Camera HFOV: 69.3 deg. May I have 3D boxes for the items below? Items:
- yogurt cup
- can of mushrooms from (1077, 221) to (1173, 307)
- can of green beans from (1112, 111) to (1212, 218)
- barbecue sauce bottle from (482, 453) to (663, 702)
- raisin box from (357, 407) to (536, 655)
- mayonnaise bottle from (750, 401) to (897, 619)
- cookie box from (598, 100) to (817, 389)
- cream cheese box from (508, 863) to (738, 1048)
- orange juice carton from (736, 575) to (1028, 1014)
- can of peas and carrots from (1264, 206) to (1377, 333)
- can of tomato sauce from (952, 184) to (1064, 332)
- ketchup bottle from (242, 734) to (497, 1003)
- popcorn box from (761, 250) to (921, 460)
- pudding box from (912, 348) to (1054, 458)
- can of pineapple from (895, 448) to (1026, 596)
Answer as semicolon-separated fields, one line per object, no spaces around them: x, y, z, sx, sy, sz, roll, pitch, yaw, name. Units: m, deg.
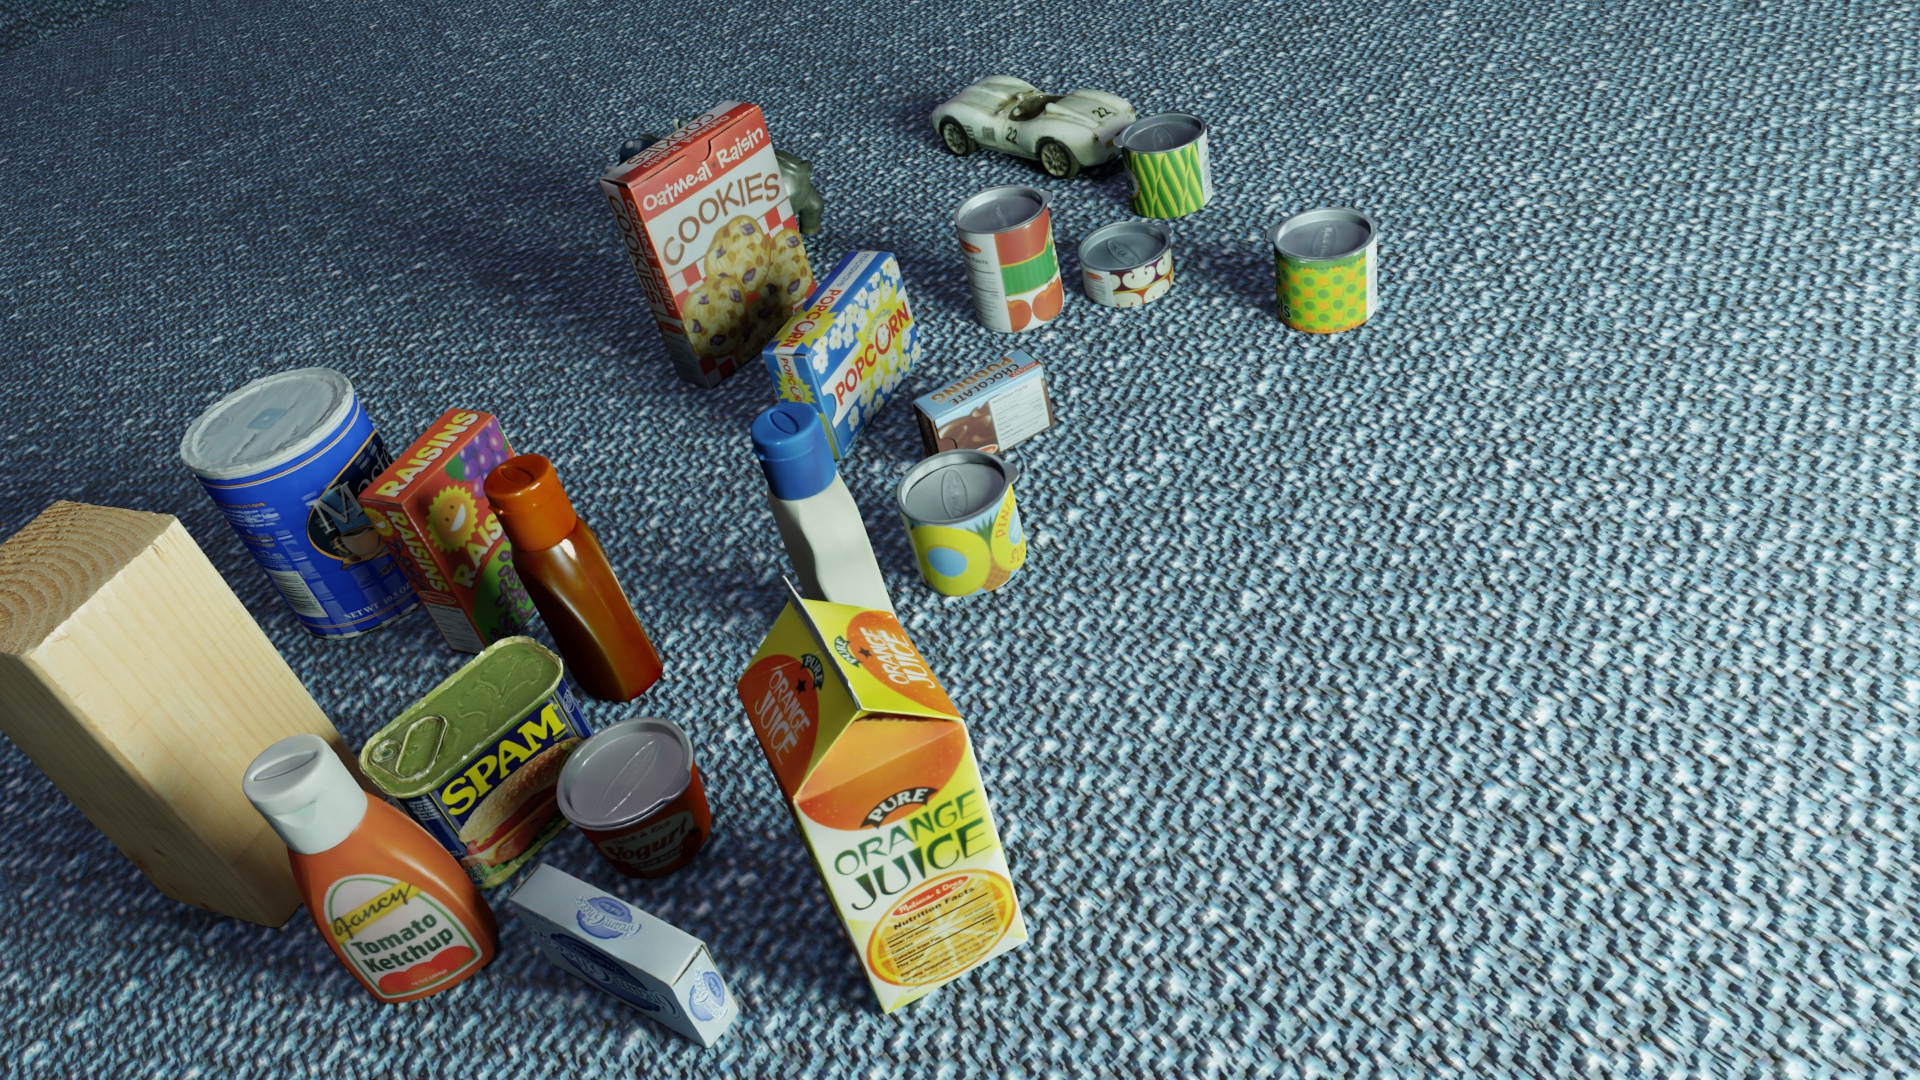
-0.157;0.129;0.685;0.072;0.053;0.073;-9;40;8;yogurt cup
0.121;-0.199;0.998;0.071;0.033;0.071;-9;40;7;can of mushrooms
0.159;-0.289;1.072;0.071;0.057;0.071;-9;40;8;can of green beans
-0.212;0.021;0.754;0.065;0.147;0.044;22;52;36;barbecue sauce bottle
-0.291;-0.004;0.828;0.040;0.122;0.086;8;45;26;raisin box
-0.073;-0.005;0.742;0.041;0.147;0.065;-31;42;-18;mayonnaise bottle
-0.174;-0.212;1.000;0.040;0.166;0.123;22;52;36;cookie box
-0.150;0.184;0.619;0.104;0.053;0.024;15;48;31;cream cheese box
-0.034;0.102;0.570;0.073;0.191;0.072;-25;41;-11;orange juice carton
0.238;-0.178;0.917;0.071;0.058;0.071;-9;40;8;can of peas and carrots
0.037;-0.200;0.986;0.071;0.082;0.071;-9;40;8;can of tomato sauce
-0.267;0.148;0.624;0.065;0.148;0.044;-22;40;-8;ketchup bottle
-0.076;-0.126;0.934;0.038;0.084;0.127;8;45;26;popcorn box
0.015;-0.081;0.880;0.084;0.049;0.030;-28;41;-16;pudding box
0.003;-0.010;0.795;0.071;0.057;0.071;-9;40;8;can of pineapple
